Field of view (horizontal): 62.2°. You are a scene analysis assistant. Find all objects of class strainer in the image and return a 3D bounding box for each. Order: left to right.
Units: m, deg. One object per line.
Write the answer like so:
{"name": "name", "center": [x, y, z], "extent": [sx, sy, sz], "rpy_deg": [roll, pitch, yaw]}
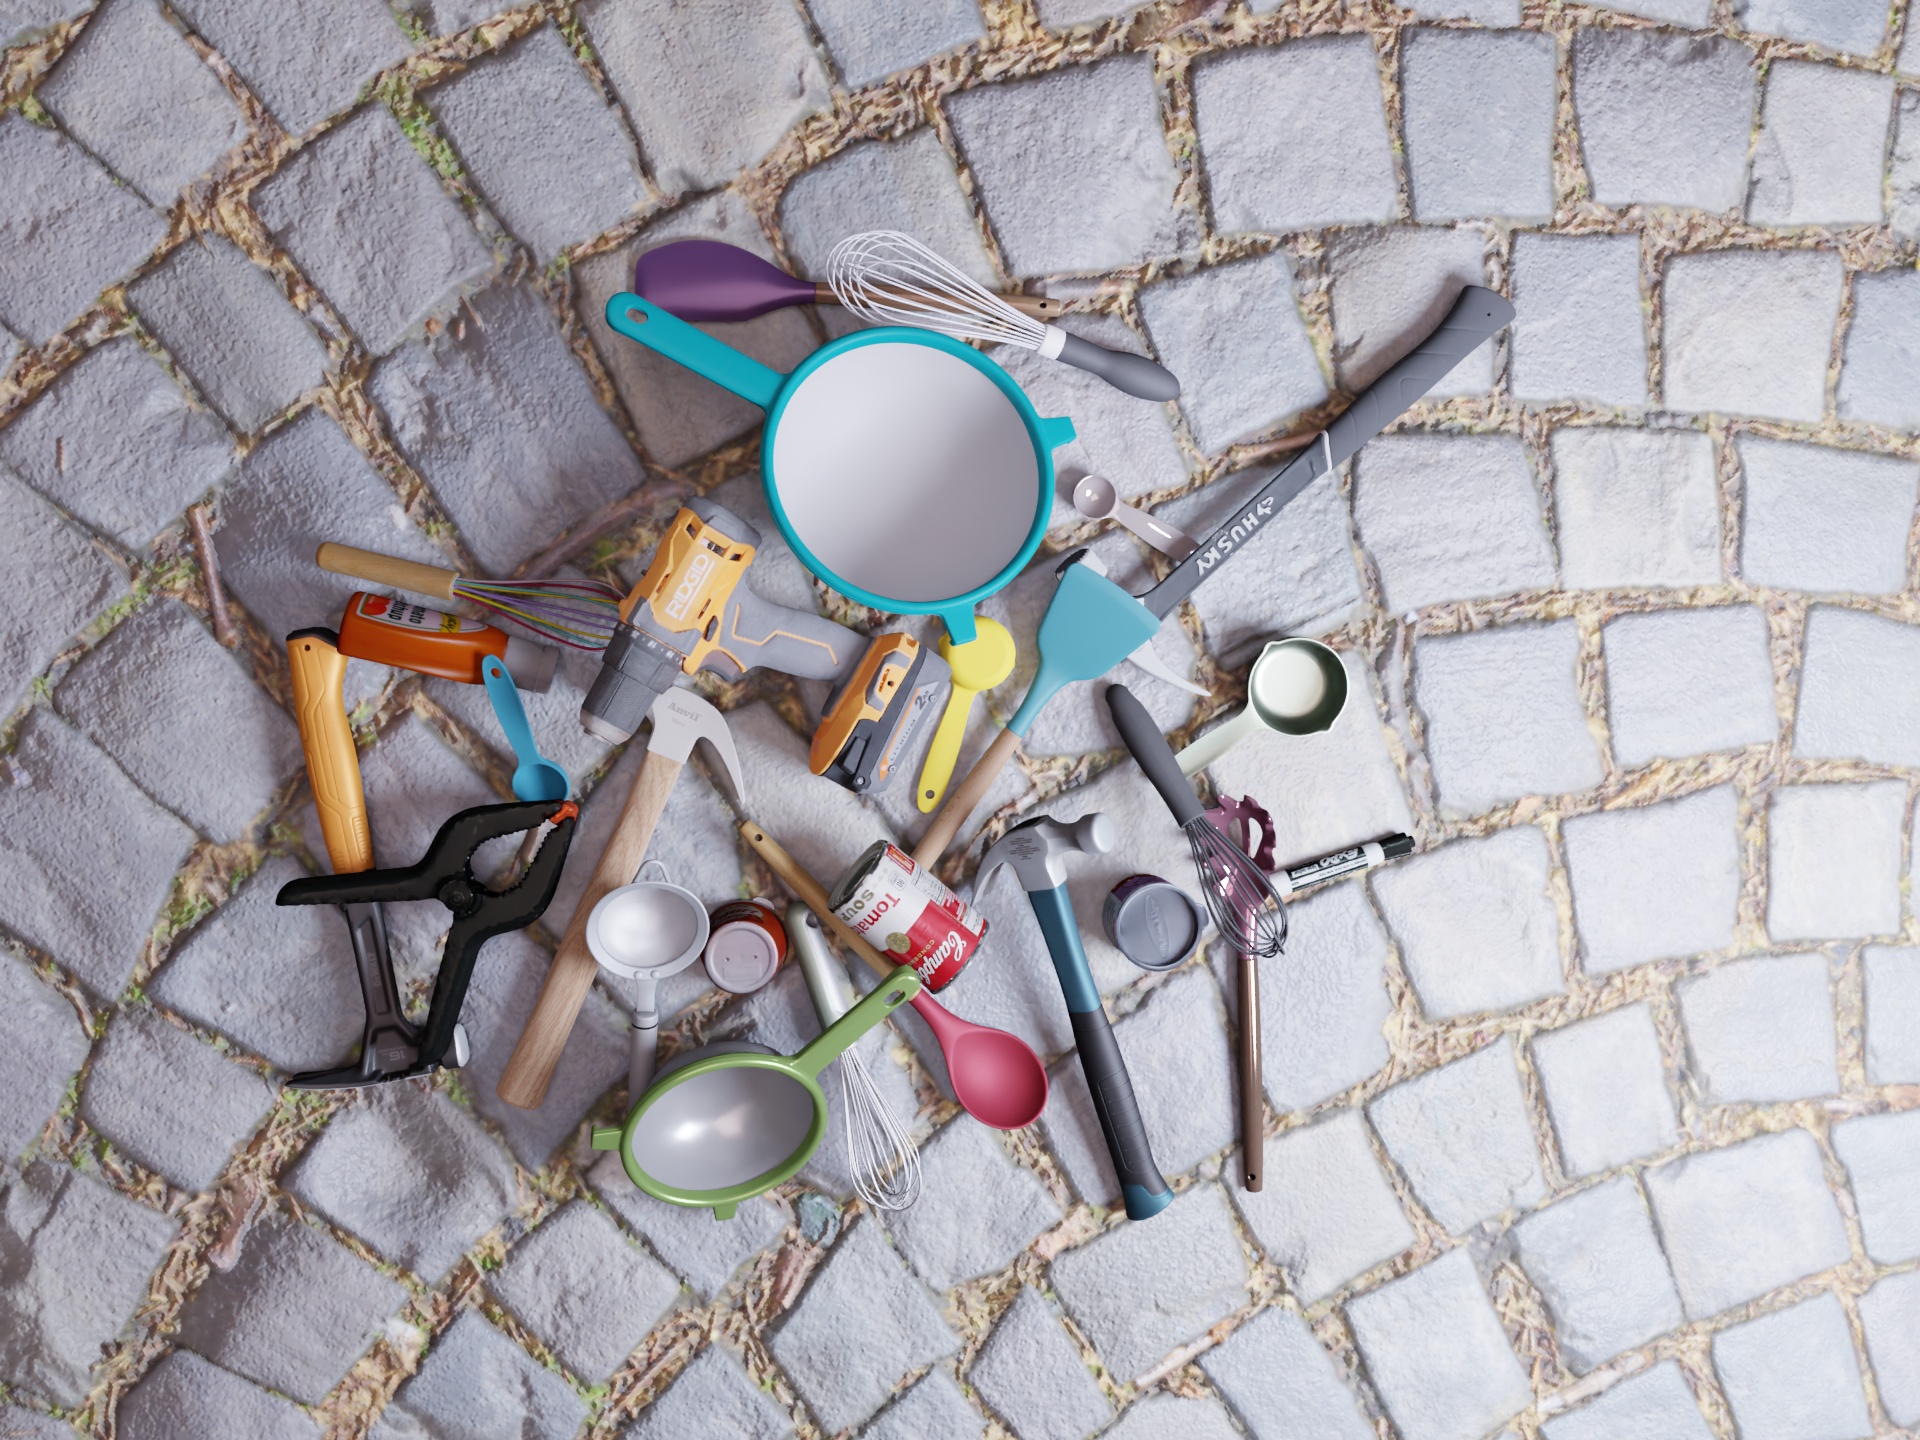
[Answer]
{"name": "strainer", "center": [-0.231, 0.209, 1.160], "extent": [0.087, 0.050, 0.258], "rpy_deg": [2, 110, -14]}
{"name": "strainer", "center": [-0.137, 0.247, 1.158], "extent": [0.256, 0.069, 0.151], "rpy_deg": [-40, 127, 7]}
{"name": "strainer", "center": [-0.101, -0.199, 1.142], "extent": [0.340, 0.095, 0.211], "rpy_deg": [28, 74, -7]}

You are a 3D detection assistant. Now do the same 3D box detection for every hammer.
{"name": "hammer", "center": [-0.451, 0.100, 1.158], "extent": [0.127, 0.034, 0.337], "rpy_deg": [-9, 93, -6]}
{"name": "hammer", "center": [-0.261, 0.132, 1.179], "extent": [0.130, 0.031, 0.331], "rpy_deg": [23, 91, -6]}
{"name": "hammer", "center": [0.098, 0.227, 1.193], "extent": [0.128, 0.033, 0.331], "rpy_deg": [-9, 105, 37]}
{"name": "hammer", "center": [0.267, -0.187, 1.211], "extent": [0.409, 0.036, 0.149], "rpy_deg": [-41, 104, -4]}

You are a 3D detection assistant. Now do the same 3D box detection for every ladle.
{"name": "ladle", "center": [-0.053, 0.189, 1.194], "extent": [0.315, 0.031, 0.069], "rpy_deg": [46, 70, -8]}

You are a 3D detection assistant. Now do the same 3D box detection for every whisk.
{"name": "whisk", "center": [-0.346, -0.093, 1.160], "extent": [0.245, 0.051, 0.047], "rpy_deg": [13, 61, -2]}
{"name": "whisk", "center": [-0.084, 0.253, 1.196], "extent": [0.059, 0.058, 0.246], "rpy_deg": [-19, 90, 30]}
{"name": "whisk", "center": [0.037, -0.290, 1.165], "extent": [0.284, 0.070, 0.070], "rpy_deg": [17, 91, -17]}
{"name": "whisk", "center": [0.174, 0.073, 1.189], "extent": [0.055, 0.055, 0.239], "rpy_deg": [-29, 75, -4]}

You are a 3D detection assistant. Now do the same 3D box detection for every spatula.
{"name": "spatula", "center": [-0.082, -0.319, 1.183], "extent": [0.316, 0.018, 0.060], "rpy_deg": [3, 92, -5]}
{"name": "spatula", "center": [0.024, 0.030, 1.189], "extent": [0.082, 0.044, 0.317], "rpy_deg": [35, 93, -8]}

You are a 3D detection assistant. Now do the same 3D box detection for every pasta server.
{"name": "pasta server", "center": [0.220, 0.212, 1.227], "extent": [0.060, 0.040, 0.316], "rpy_deg": [0, 95, 23]}

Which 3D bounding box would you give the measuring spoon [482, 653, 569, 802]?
{"name": "measuring spoon", "center": [-0.318, 0.006, 1.156], "extent": [0.042, 0.021, 0.128], "rpy_deg": [-11, 115, 8]}

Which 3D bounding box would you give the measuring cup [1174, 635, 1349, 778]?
{"name": "measuring cup", "center": [0.219, -0.002, 1.222], "extent": [0.167, 0.038, 0.083], "rpy_deg": [-35, 95, 9]}

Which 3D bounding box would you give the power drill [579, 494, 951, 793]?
{"name": "power drill", "center": [-0.144, -0.028, 1.140], "extent": [0.226, 0.084, 0.185], "rpy_deg": [31, 85, -15]}

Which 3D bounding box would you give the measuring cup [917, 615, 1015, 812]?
{"name": "measuring cup", "center": [-0.002, -0.004, 1.198], "extent": [0.062, 0.029, 0.156], "rpy_deg": [18, 89, -6]}

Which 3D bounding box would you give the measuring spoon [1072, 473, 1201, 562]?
{"name": "measuring spoon", "center": [0.139, -0.148, 1.217], "extent": [0.124, 0.018, 0.034], "rpy_deg": [29, 91, -13]}
